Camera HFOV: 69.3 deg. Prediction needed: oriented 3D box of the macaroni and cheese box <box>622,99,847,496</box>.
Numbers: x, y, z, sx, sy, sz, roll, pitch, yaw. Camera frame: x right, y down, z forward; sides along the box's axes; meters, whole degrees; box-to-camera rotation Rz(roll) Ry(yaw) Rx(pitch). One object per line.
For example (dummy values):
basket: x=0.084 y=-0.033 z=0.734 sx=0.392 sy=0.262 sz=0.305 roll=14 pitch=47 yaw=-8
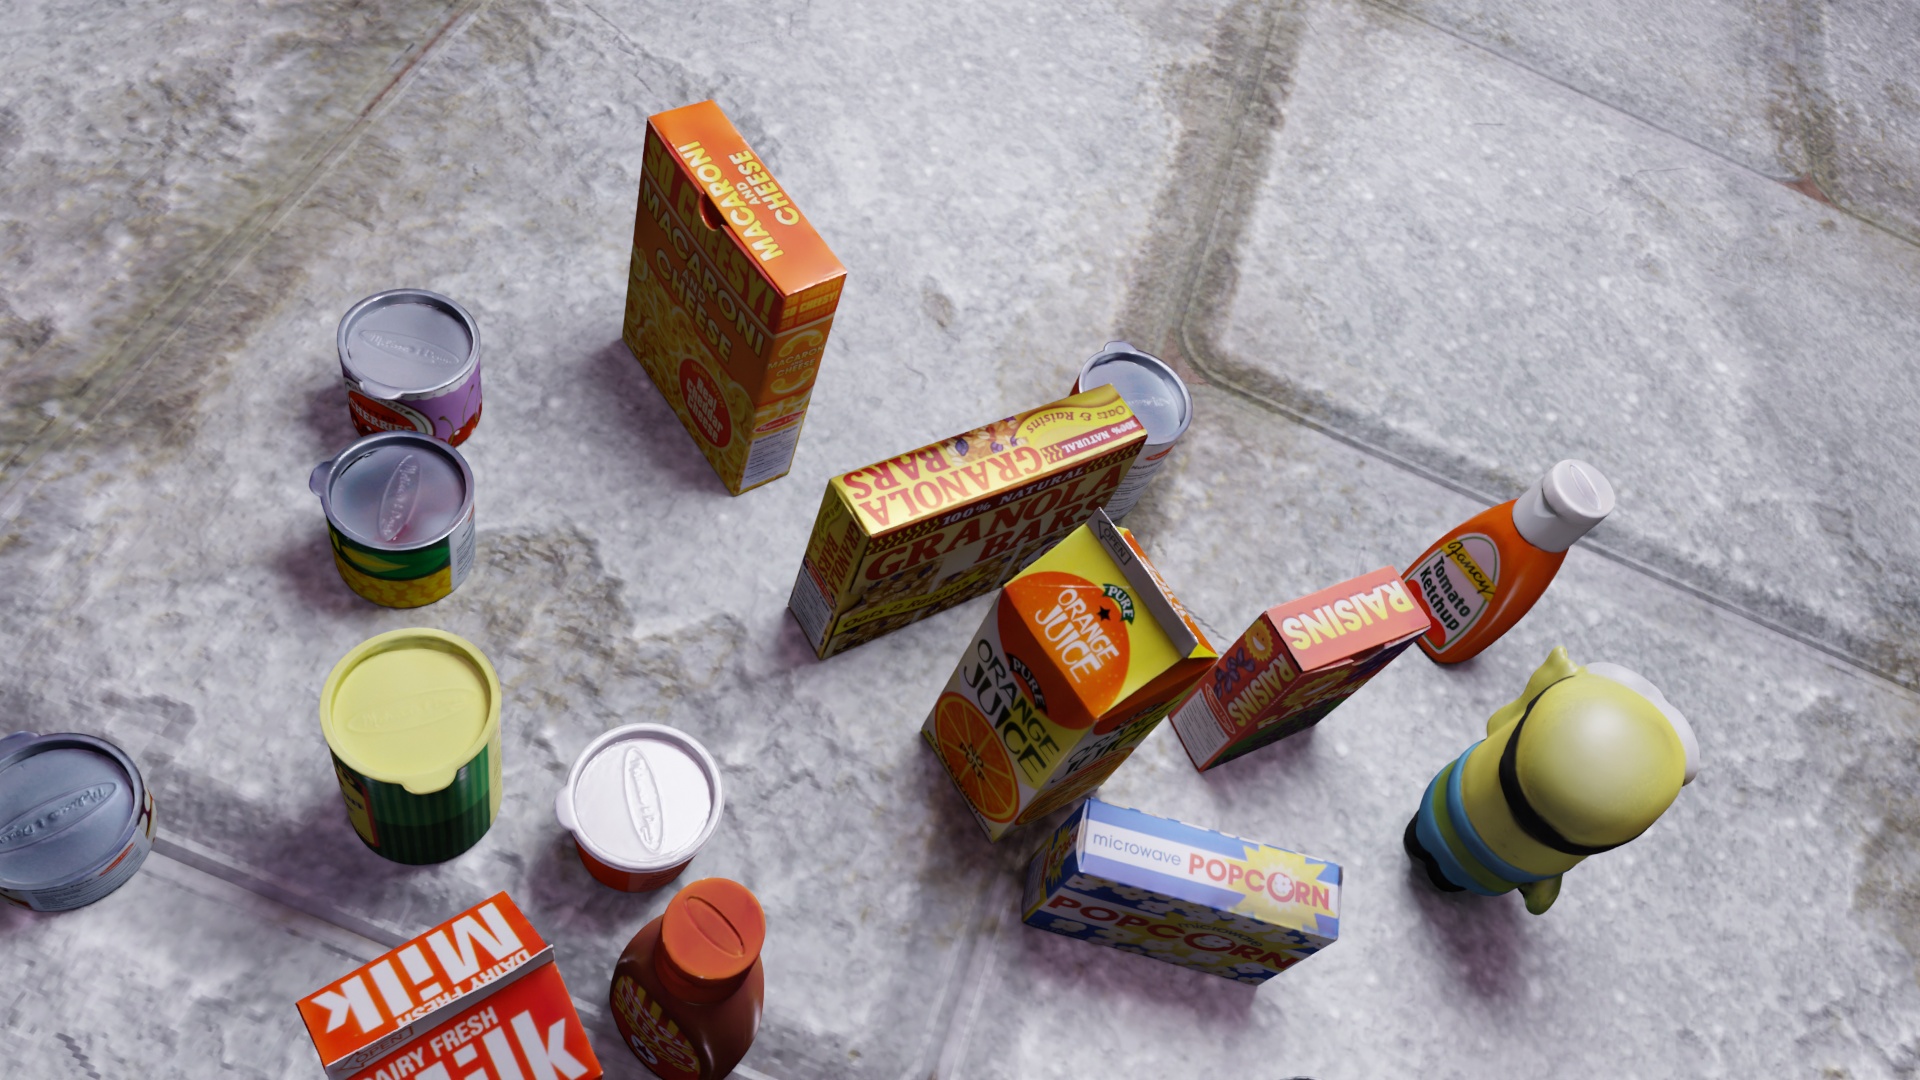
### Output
macaroni and cheese box: x=-0.122 y=-0.118 z=0.711 sx=0.040 sy=0.165 sz=0.124 roll=-27 pitch=70 yaw=-30

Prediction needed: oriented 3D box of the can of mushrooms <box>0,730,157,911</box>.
can of mushrooms: x=-0.368 y=0.113 z=0.565 sx=0.071 sy=0.033 sz=0.071 roll=8 pitch=56 yaw=-13

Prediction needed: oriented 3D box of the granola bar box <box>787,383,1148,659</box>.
granola bar box: x=0.003 y=-0.009 z=0.707 sx=0.166 sy=0.123 sz=0.039 roll=-21 pitch=67 yaw=-28

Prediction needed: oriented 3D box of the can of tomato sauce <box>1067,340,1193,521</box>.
can of tomato sauce: x=0.084 y=-0.060 z=0.791 sx=0.071 sy=0.082 sz=0.071 roll=8 pitch=56 yaw=-13

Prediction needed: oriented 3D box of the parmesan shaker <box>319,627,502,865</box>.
parmesan shaker: x=-0.226 y=0.092 z=0.582 sx=0.071 sy=0.102 sz=0.071 roll=8 pitch=57 yaw=-13

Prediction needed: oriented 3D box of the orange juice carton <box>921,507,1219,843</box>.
orange juice carton: x=0.051 y=0.062 z=0.634 sx=0.073 sy=0.191 sz=0.072 roll=-23 pitch=68 yaw=-28

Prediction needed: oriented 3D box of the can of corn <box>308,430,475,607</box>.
can of corn: x=-0.268 y=-0.010 z=0.661 sx=0.071 sy=0.058 sz=0.071 roll=8 pitch=56 yaw=-13

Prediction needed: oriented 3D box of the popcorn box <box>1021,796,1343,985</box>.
popcorn box: x=0.101 y=0.166 z=0.650 sx=0.127 sy=0.084 sz=0.038 roll=16 pitch=55 yaw=-7

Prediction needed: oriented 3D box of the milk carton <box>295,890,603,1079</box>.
milk carton: x=-0.175 y=0.185 z=0.484 sx=0.072 sy=0.189 sz=0.073 roll=-26 pitch=69 yaw=-29

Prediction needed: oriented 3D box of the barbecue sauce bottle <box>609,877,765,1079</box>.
barbecue sauce bottle: x=-0.104 y=0.171 z=0.542 sx=0.065 sy=0.147 sz=0.044 roll=43 pitch=56 yaw=11

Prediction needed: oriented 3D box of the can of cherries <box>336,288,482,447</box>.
can of cherries: x=-0.279 y=-0.082 z=0.704 sx=0.071 sy=0.058 sz=0.072 roll=8 pitch=56 yaw=-13

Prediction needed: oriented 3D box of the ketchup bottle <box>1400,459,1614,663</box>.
ketchup bottle: x=0.303 y=0.010 z=0.776 sx=0.043 sy=0.148 sz=0.065 roll=-9 pitch=62 yaw=-23

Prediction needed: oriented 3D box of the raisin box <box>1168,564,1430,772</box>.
raisin box: x=0.170 y=0.068 z=0.712 sx=0.086 sy=0.122 sz=0.040 roll=-16 pitch=65 yaw=-26

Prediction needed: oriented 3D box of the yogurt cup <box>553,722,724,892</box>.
yogurt cup: x=-0.142 y=0.122 z=0.619 sx=0.072 sy=0.053 sz=0.073 roll=8 pitch=56 yaw=-13
